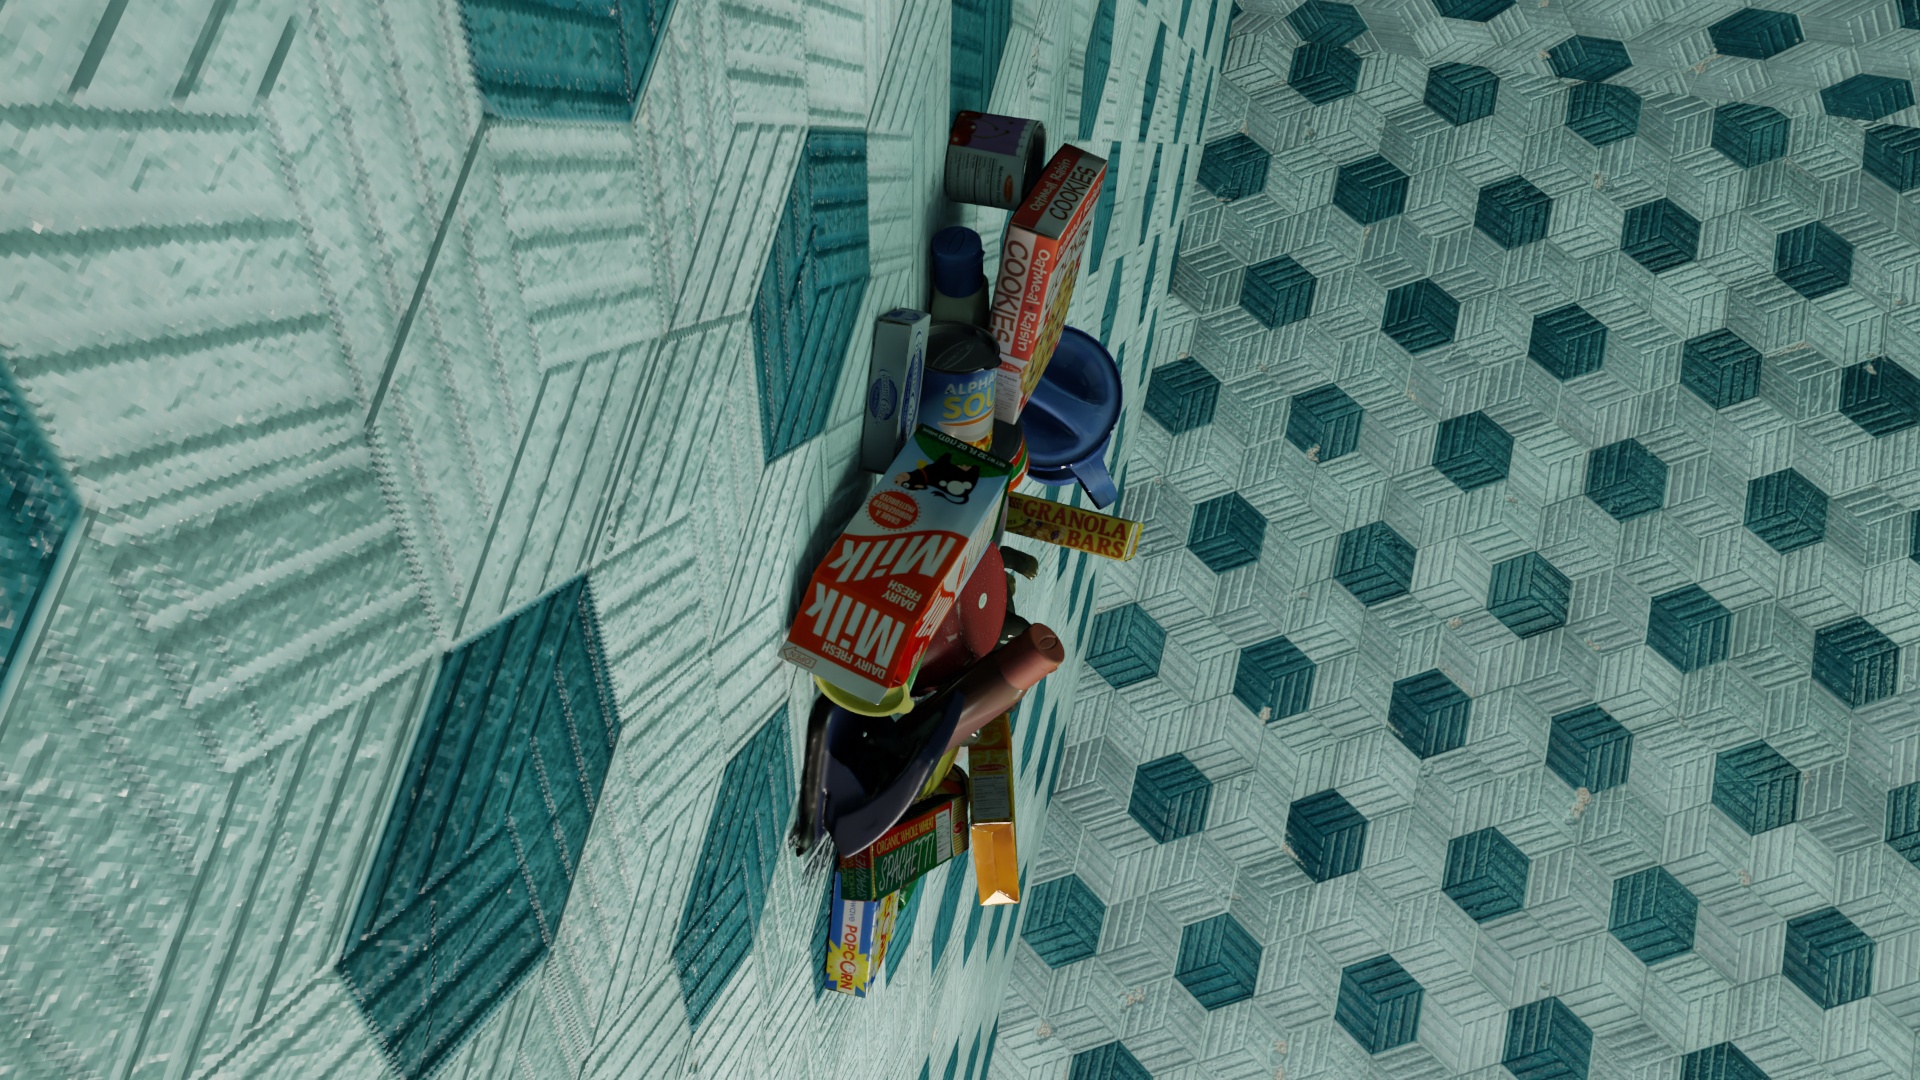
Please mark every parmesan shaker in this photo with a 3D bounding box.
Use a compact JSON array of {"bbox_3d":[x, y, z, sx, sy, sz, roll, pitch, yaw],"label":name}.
[{"bbox_3d":[-0.050,0.060,0.945,0.071,0.071,0.103,92,14,-45],"label":"parmesan shaker"}]

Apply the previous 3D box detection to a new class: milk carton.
[{"bbox_3d":[-0.040,0.020,0.883,0.073,0.072,0.191,103,14,-50],"label":"milk carton"}]

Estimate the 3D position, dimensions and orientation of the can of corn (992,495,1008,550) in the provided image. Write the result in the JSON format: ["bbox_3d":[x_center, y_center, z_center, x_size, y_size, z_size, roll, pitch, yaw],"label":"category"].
[{"bbox_3d":[0.004,-0.015,1.180,0.071,0.058,0.071,10,92,-80],"label":"can of corn"}]

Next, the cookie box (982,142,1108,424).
[{"bbox_3d":[0.056,-0.189,1.025,0.166,0.040,0.123,103,11,-45],"label":"cookie box"}]

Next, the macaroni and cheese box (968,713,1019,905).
[{"bbox_3d":[0.030,0.233,1.291,0.167,0.040,0.123,-91,177,-49],"label":"macaroni and cheese box"}]

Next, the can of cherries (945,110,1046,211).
[{"bbox_3d":[0.026,-0.275,1.004,0.071,0.058,0.071,10,92,-79],"label":"can of cherries"}]

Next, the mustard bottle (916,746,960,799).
[{"bbox_3d":[-0.035,0.193,1.233,0.161,0.049,0.065,-44,147,-71],"label":"mustard bottle"}]

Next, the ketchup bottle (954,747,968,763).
[{"bbox_3d":[0.013,0.153,1.378,0.065,0.043,0.148,-102,-147,-63],"label":"ketchup bottle"}]

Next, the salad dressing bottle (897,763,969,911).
[{"bbox_3d":[-0.038,0.270,1.278,0.148,0.064,0.043,-61,177,-42],"label":"salad dressing bottle"}]

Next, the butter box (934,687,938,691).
[{"bbox_3d":[-0.005,0.092,1.344,0.053,0.024,0.104,83,22,-63],"label":"butter box"}]

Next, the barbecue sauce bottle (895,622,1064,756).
[{"bbox_3d":[0.015,0.116,1.049,0.148,0.044,0.065,-39,168,30],"label":"barbecue sauce bottle"}]

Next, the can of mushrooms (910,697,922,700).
[{"bbox_3d":[-0.041,0.096,1.136,0.071,0.033,0.071,9,92,-80],"label":"can of mushrooms"}]

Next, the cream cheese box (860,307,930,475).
[{"bbox_3d":[-0.043,-0.100,0.926,0.053,0.024,0.103,-55,155,-68],"label":"cream cheese box"}]

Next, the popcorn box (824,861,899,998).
[{"bbox_3d":[-0.078,0.302,1.155,0.085,0.038,0.126,-60,159,-63],"label":"popcorn box"}]

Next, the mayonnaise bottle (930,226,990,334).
[{"bbox_3d":[0.000,-0.166,1.038,0.147,0.041,0.065,87,19,-52],"label":"mayonnaise bottle"}]

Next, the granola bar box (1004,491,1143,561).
[{"bbox_3d":[0.084,-0.018,1.306,0.124,0.166,0.039,-2,106,-79],"label":"granola bar box"}]

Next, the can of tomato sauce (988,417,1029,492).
[{"bbox_3d":[0.023,-0.077,1.191,0.083,0.071,0.071,63,40,-75],"label":"can of tomato sauce"}]

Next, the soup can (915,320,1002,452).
[{"bbox_3d":[-0.005,-0.103,0.995,0.072,0.071,0.083,-66,165,-48],"label":"soup can"}]

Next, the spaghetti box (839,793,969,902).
[{"bbox_3d":[-0.040,0.243,1.119,0.250,0.028,0.050,10,76,-73],"label":"spaghetti box"}]
